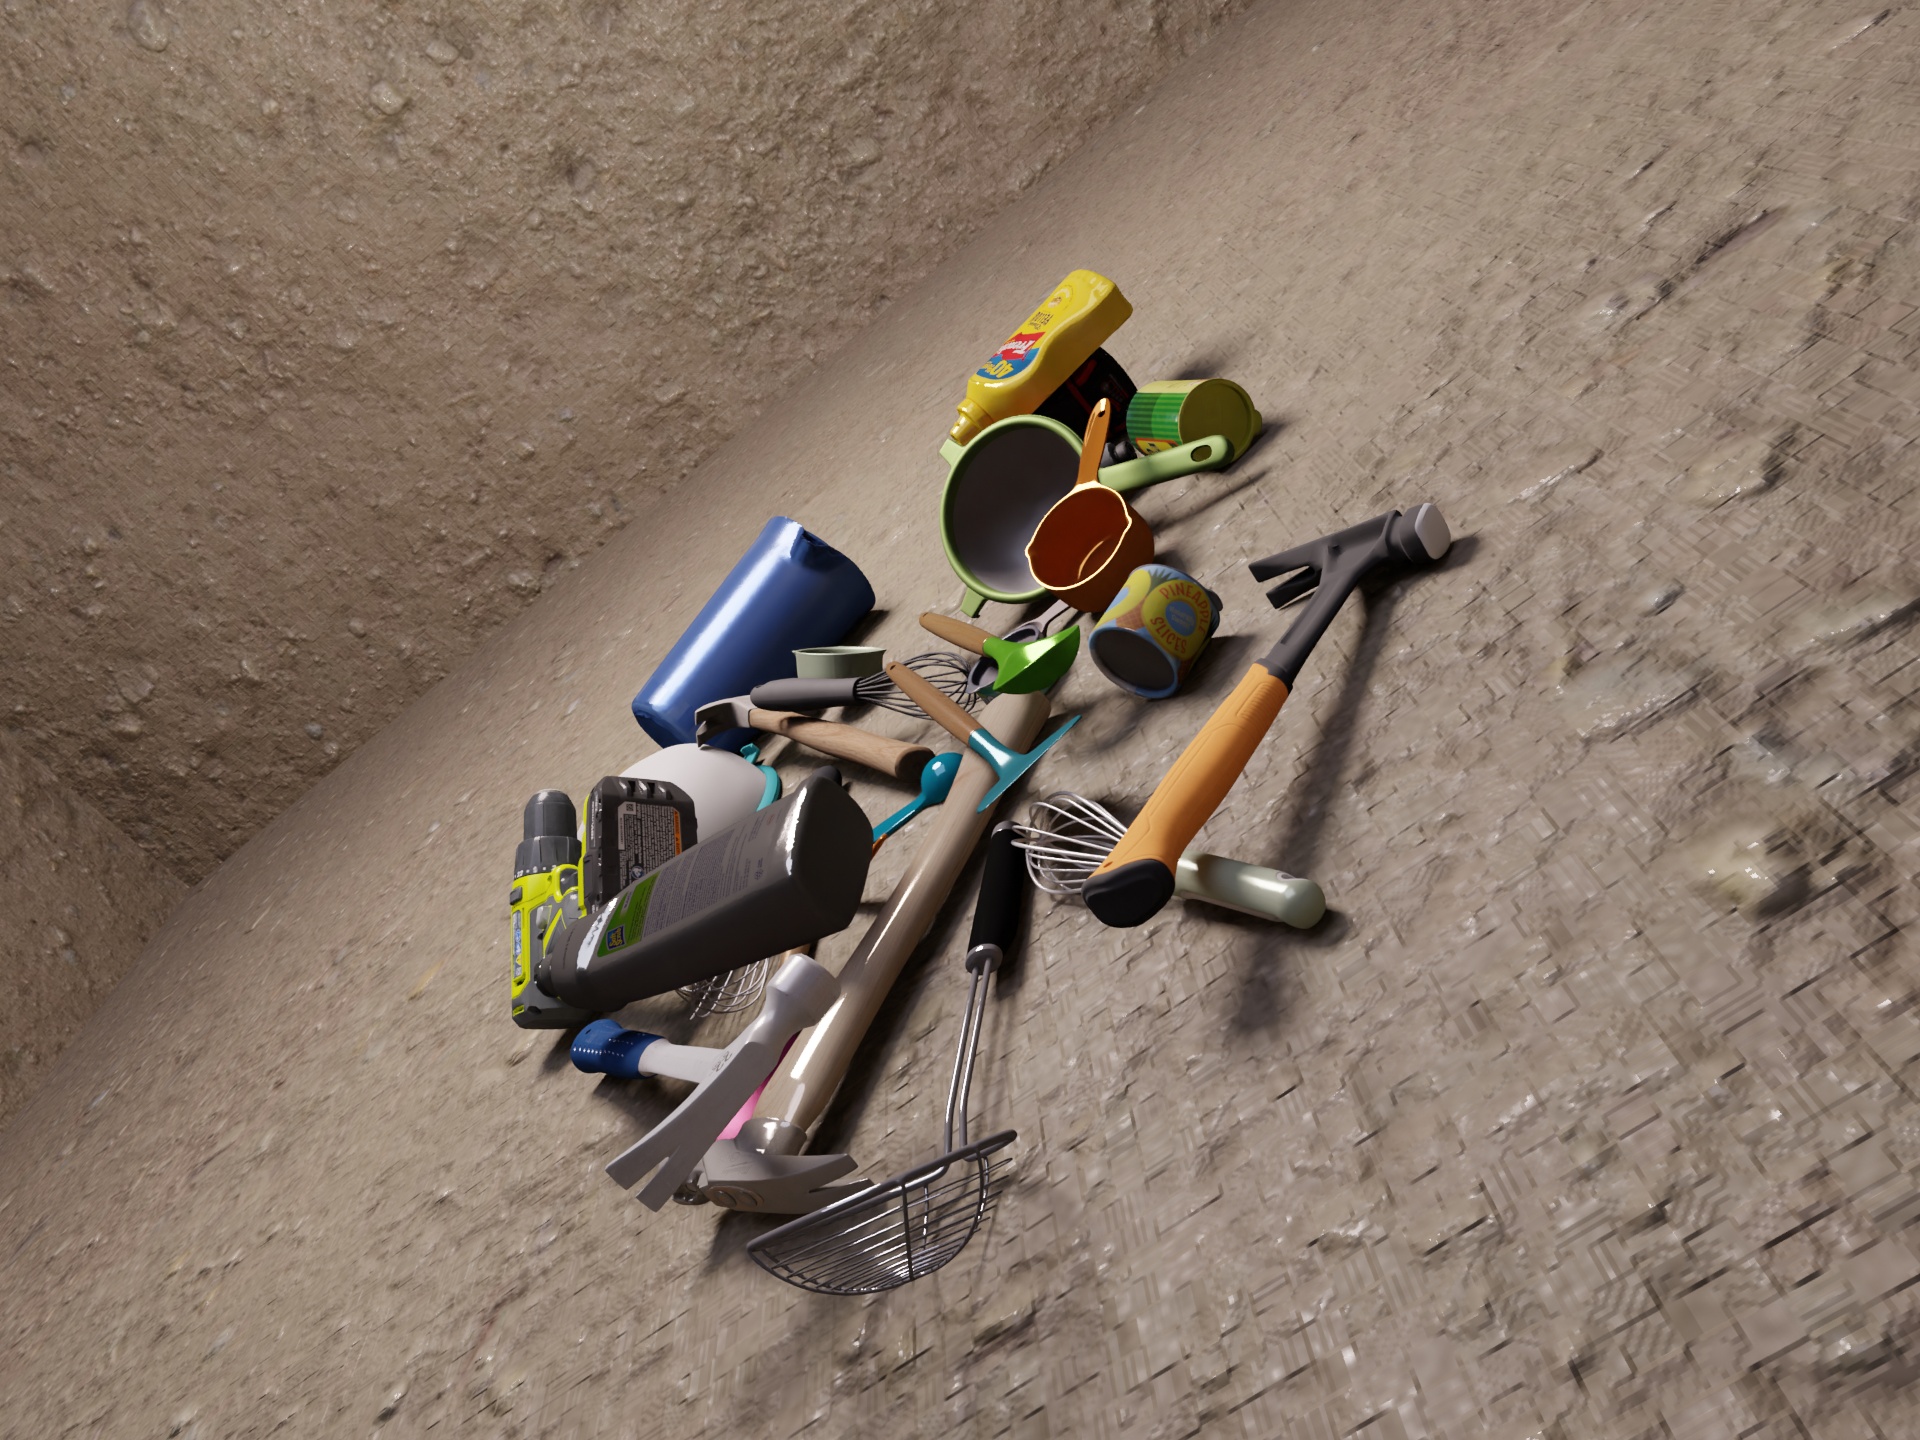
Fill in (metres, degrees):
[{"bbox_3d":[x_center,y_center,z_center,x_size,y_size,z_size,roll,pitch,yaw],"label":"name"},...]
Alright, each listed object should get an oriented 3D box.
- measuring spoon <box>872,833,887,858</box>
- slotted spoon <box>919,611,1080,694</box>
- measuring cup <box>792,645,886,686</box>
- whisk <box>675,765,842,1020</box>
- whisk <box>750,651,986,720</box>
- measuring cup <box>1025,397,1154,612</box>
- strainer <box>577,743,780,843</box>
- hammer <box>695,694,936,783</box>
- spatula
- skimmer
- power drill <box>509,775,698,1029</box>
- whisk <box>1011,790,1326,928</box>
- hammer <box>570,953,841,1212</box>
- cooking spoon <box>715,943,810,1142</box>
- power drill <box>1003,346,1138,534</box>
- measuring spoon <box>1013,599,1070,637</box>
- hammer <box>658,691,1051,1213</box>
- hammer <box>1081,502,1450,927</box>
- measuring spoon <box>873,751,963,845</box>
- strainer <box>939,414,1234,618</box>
[{"bbox_3d":[-0.070,0.100,1.056,0.021,0.011,0.117,-54,0,-35],"label":"measuring spoon"},{"bbox_3d":[0.018,-0.058,1.158,0.070,0.031,0.314,-38,18,-8],"label":"slotted spoon"},{"bbox_3d":[-0.103,-0.048,1.434,0.083,0.038,0.167,-1,5,3],"label":"measuring cup"},{"bbox_3d":[-0.139,0.115,1.158,0.070,0.070,0.285,-29,19,30],"label":"whisk"},{"bbox_3d":[-0.078,-0.025,1.259,0.239,0.055,0.055,-2,41,37],"label":"whisk"},{"bbox_3d":[0.108,-0.160,1.193,0.095,0.052,0.174,-11,56,38],"label":"measuring cup"},{"bbox_3d":[-0.250,0.106,1.308,0.211,0.095,0.341,-41,19,2],"label":"strainer"},{"bbox_3d":[-0.117,0.011,1.294,0.130,0.031,0.331,-11,13,-29],"label":"hammer"},{"bbox_3d":[-0.002,-0.003,1.055,0.082,0.044,0.318,-44,26,-4],"label":"spatula"},{"bbox_3d":[-0.013,0.143,0.814,0.127,0.090,0.364,-32,22,25],"label":"skimmer"},{"bbox_3d":[-0.284,0.123,1.215,0.228,0.080,0.191,-30,59,50],"label":"power drill"},{"bbox_3d":[0.101,0.076,0.826,0.246,0.057,0.059,9,88,61],"label":"whisk"},{"bbox_3d":[-0.189,0.210,0.972,0.144,0.035,0.405,-50,11,-22],"label":"hammer"},{"bbox_3d":[-0.112,0.170,1.041,0.069,0.017,0.319,-23,26,17],"label":"cooking spoon"},{"bbox_3d":[0.099,-0.239,1.409,0.143,0.078,0.220,-30,26,28],"label":"power drill"},{"bbox_3d":[0.087,-0.086,1.214,0.124,0.018,0.034,-38,28,-10],"label":"measuring spoon"},{"bbox_3d":[-0.026,0.118,0.963,0.146,0.038,0.411,-13,33,40],"label":"hammer"},{"bbox_3d":[0.150,-0.008,0.846,0.127,0.034,0.337,-18,23,46],"label":"hammer"},{"bbox_3d":[-0.047,0.062,1.137,0.128,0.021,0.042,-37,21,13],"label":"measuring spoon"},{"bbox_3d":[0.105,-0.176,1.259,0.256,0.151,0.069,-13,-10,31],"label":"strainer"}]
